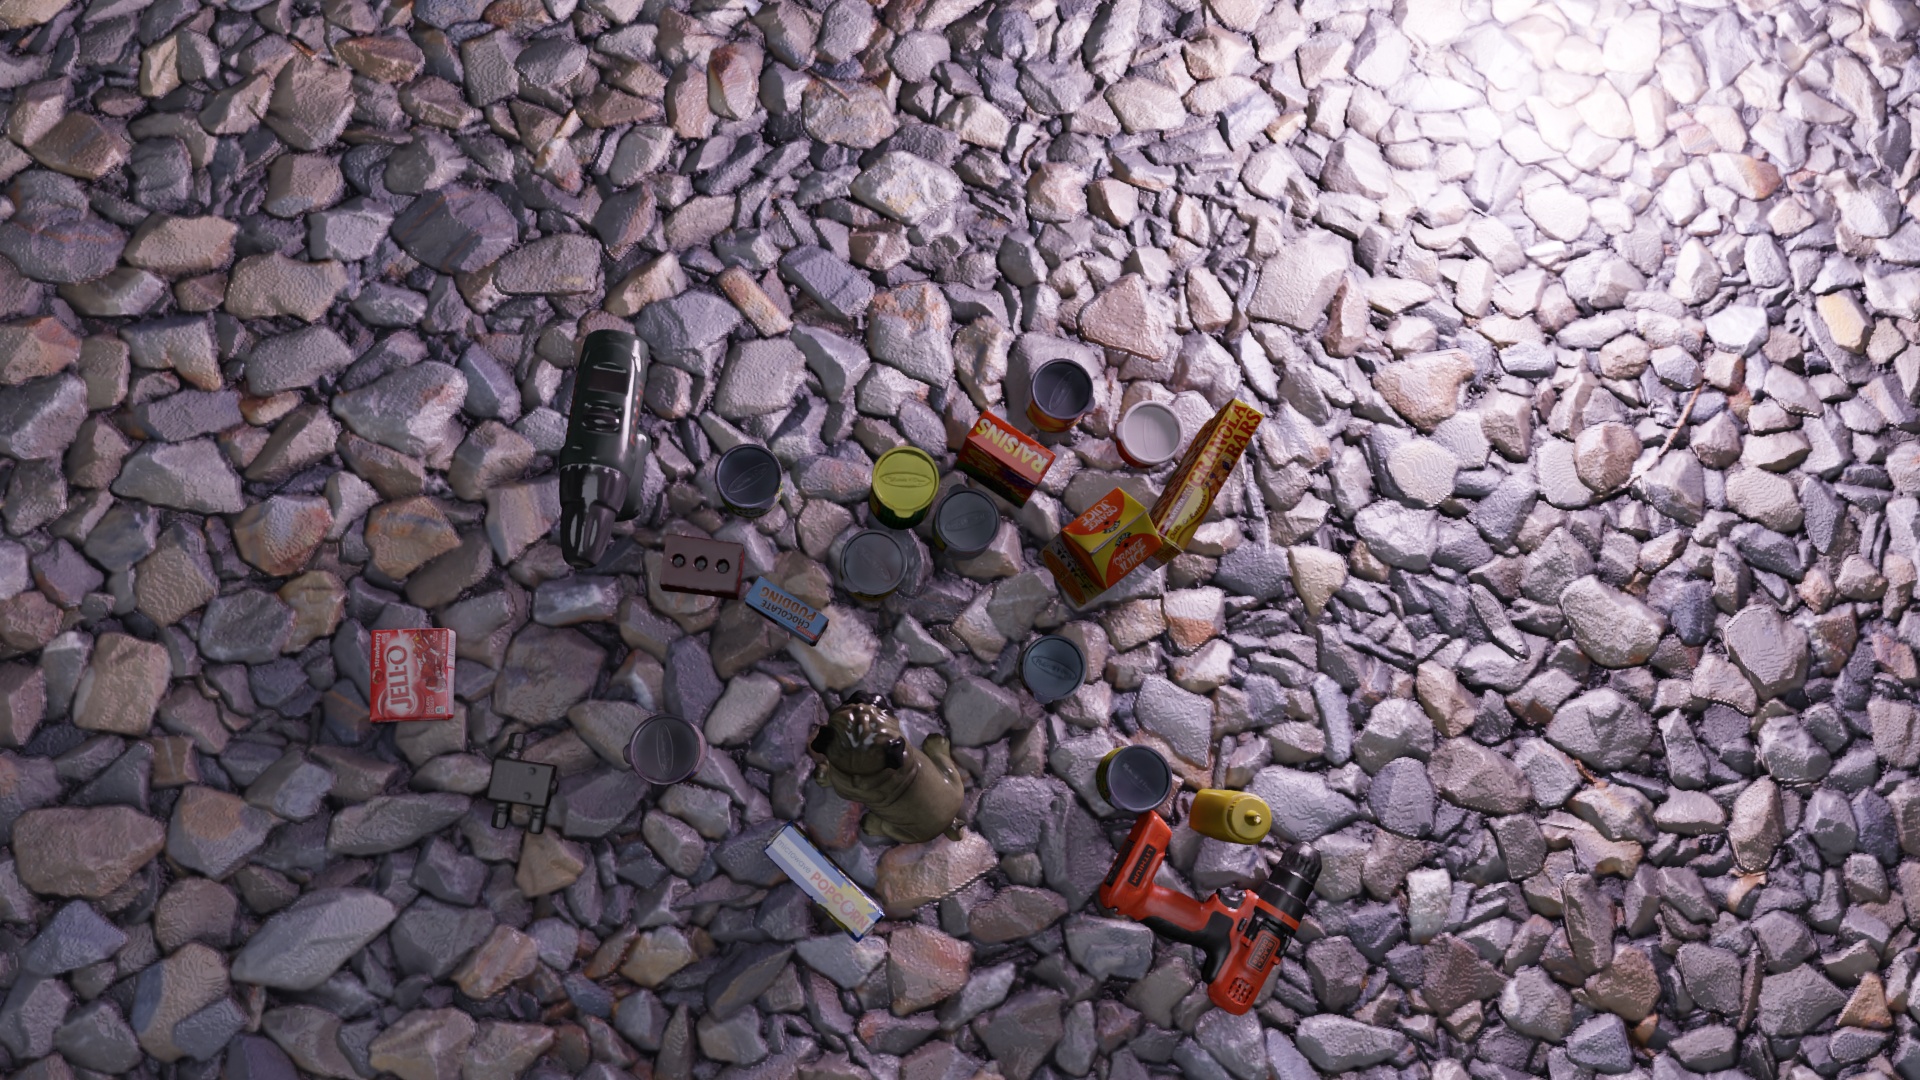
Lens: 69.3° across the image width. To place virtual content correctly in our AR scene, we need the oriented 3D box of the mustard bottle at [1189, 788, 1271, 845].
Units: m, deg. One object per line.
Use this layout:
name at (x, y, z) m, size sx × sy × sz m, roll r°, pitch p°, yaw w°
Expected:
mustard bottle at (0.267, 0.267, 1.338) m, size 0.065 × 0.160 × 0.049 m, roll 16°, pitch 79°, yaw -3°

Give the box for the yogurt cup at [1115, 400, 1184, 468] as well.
yogurt cup at (0.195, -0.107, 1.455) m, size 0.072 × 0.054 × 0.072 m, roll 1°, pitch 80°, yaw -6°

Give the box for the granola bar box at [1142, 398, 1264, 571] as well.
granola bar box at (0.236, -0.055, 1.414) m, size 0.039 × 0.124 × 0.166 m, roll 32°, pitch 78°, yaw 0°

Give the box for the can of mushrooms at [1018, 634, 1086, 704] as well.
can of mushrooms at (0.092, 0.132, 1.409) m, size 0.071 × 0.033 × 0.071 m, roll 1°, pitch 79°, yaw -6°

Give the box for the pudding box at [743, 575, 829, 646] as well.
pudding box at (-0.174, 0.071, 1.385) m, size 0.084 × 0.049 × 0.030 m, roll 32°, pitch 78°, yaw 0°

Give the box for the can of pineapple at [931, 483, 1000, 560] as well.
can of pineapple at (0.005, -0.018, 1.416) m, size 0.071 × 0.057 × 0.071 m, roll 1°, pitch 80°, yaw -6°

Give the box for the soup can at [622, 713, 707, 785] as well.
soup can at (-0.282, 0.201, 1.332) m, size 0.071 × 0.083 × 0.071 m, roll 1°, pitch 80°, yaw -6°

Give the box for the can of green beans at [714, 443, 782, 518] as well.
can of green beans at (-0.213, -0.059, 1.401) m, size 0.071 × 0.057 × 0.071 m, roll 1°, pitch 80°, yaw -6°

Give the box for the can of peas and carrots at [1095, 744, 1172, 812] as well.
can of peas and carrots at (0.171, 0.239, 1.385) m, size 0.071 × 0.058 × 0.071 m, roll 1°, pitch 80°, yaw -6°

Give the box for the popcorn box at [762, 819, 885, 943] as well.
popcorn box at (-0.131, 0.323, 1.324) m, size 0.127 × 0.085 × 0.038 m, roll 43°, pitch 79°, yaw 3°

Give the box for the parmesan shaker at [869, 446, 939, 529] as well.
parmesan shaker at (-0.058, -0.048, 1.392) m, size 0.071 × 0.103 × 0.071 m, roll 1°, pitch 80°, yaw -6°

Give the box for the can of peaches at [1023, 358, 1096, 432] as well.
can of peaches at (0.104, -0.149, 1.451) m, size 0.071 × 0.058 × 0.071 m, roll 1°, pitch 80°, yaw -6°

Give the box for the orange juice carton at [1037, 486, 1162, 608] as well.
orange juice carton at (0.138, 0.007, 1.357) m, size 0.072 × 0.192 × 0.073 m, roll -37°, pitch 85°, yaw -11°

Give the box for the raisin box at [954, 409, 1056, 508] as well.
raisin box at (0.043, -0.080, 1.399) m, size 0.086 × 0.123 × 0.040 m, roll 34°, pitch 78°, yaw 1°

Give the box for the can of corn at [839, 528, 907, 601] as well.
can of corn at (-0.091, 0.028, 1.398) m, size 0.071 × 0.058 × 0.071 m, roll 1°, pitch 80°, yaw -6°
